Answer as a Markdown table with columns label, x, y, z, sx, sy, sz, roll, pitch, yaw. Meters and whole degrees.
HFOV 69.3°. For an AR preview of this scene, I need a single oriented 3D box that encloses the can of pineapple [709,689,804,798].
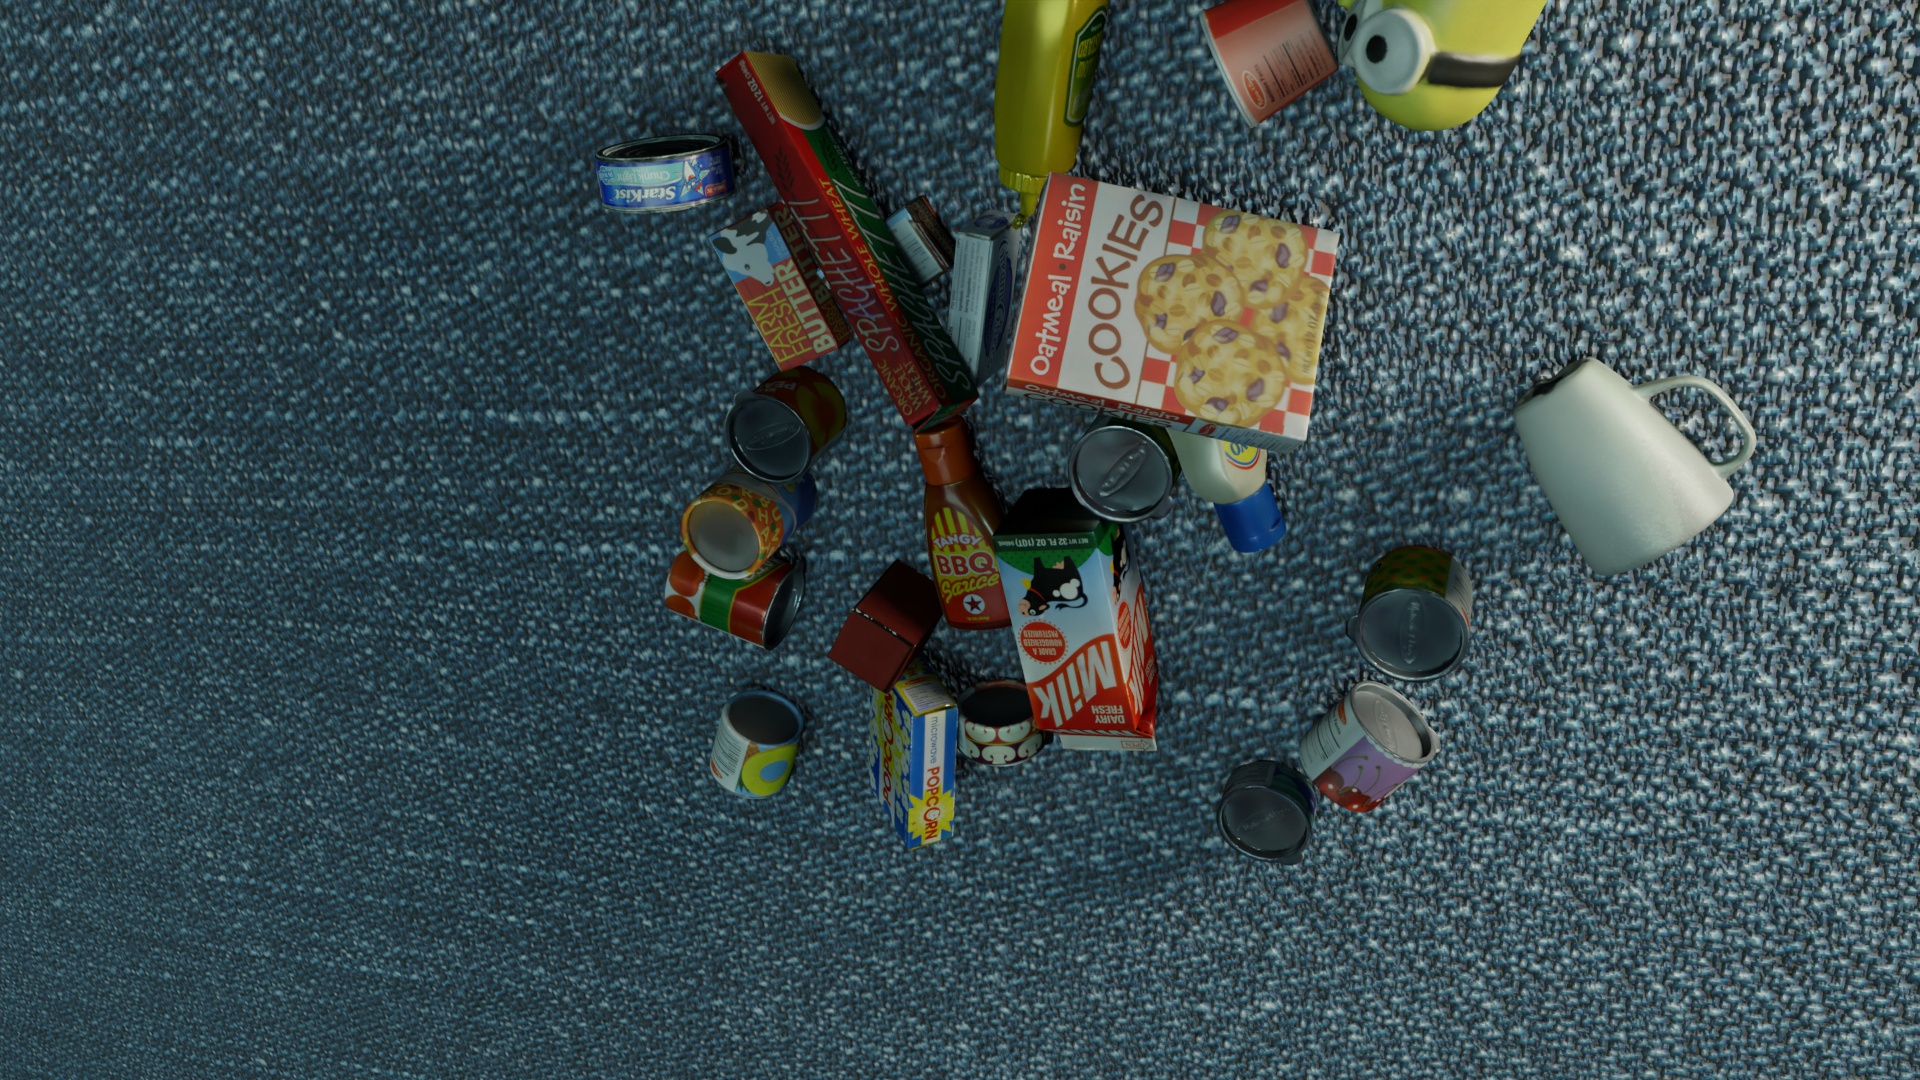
| label | x | y | z | sx | sy | sz | roll | pitch | yaw |
| --- | --- | --- | --- | --- | --- | --- | --- | --- | --- |
| can of pineapple | -0.159 | 0.160 | 1.097 | 0.071 | 0.071 | 0.057 | 25 | 124 | 8 |

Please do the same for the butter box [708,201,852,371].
| label | x | y | z | sx | sy | sz | roll | pitch | yaw |
| --- | --- | --- | --- | --- | --- | --- | --- | --- | --- |
| butter box | -0.120 | -0.168 | 0.926 | 0.053 | 0.024 | 0.103 | -18 | 108 | 30 |

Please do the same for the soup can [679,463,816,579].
| label | x | y | z | sx | sy | sz | roll | pitch | yaw |
| --- | --- | --- | --- | --- | --- | --- | --- | --- | --- |
| soup can | -0.149 | -0.022 | 0.982 | 0.071 | 0.084 | 0.071 | 10 | 120 | 18 |

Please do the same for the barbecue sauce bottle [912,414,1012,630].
| label | x | y | z | sx | sy | sz | roll | pitch | yaw |
| --- | --- | --- | --- | --- | --- | --- | --- | --- | --- |
| barbecue sauce bottle | 0.003 | -0.012 | 0.949 | 0.065 | 0.044 | 0.148 | -4 | 114 | 25 |

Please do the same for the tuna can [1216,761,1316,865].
| label | x | y | z | sx | sy | sz | roll | pitch | yaw |
| --- | --- | --- | --- | --- | --- | --- | --- | --- | --- |
| tuna can | 0.217 | 0.192 | 0.977 | 0.071 | 0.033 | 0.070 | 10 | 120 | 18 |

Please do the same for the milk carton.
| label | x | y | z | sx | sy | sz | roll | pitch | yaw |
| --- | --- | --- | --- | --- | --- | --- | --- | --- | --- |
| milk carton | 0.084 | 0.063 | 0.938 | 0.072 | 0.074 | 0.189 | -2 | 116 | 24 |

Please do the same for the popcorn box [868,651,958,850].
| label | x | y | z | sx | sy | sz | roll | pitch | yaw |
| --- | --- | --- | --- | --- | --- | --- | --- | --- | --- |
| popcorn box | -0.037 | 0.151 | 1.028 | 0.038 | 0.085 | 0.126 | -11 | 122 | -22 |

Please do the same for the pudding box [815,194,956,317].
| label | x | y | z | sx | sy | sz | roll | pitch | yaw |
| --- | --- | --- | --- | --- | --- | --- | --- | --- | --- |
| pudding box | -0.046 | -0.177 | 0.888 | 0.083 | 0.030 | 0.049 | -29 | 104 | 32 |

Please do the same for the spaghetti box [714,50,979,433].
| label | x | y | z | sx | sy | sz | roll | pitch | yaw |
| --- | --- | --- | --- | --- | --- | --- | --- | --- | --- |
| spaghetti box | -0.067 | -0.183 | 0.844 | 0.028 | 0.050 | 0.250 | -31 | 87 | 33 |

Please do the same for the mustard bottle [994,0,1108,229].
| label | x | y | z | sx | sy | sz | roll | pitch | yaw |
| --- | --- | --- | --- | --- | --- | --- | --- | --- | --- |
| mustard bottle | 0.048 | -0.251 | 0.792 | 0.049 | 0.066 | 0.159 | 21 | 130 | 17 |

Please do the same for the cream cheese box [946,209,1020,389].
| label | x | y | z | sx | sy | sz | roll | pitch | yaw |
| --- | --- | --- | --- | --- | --- | --- | --- | --- | --- |
| cream cheese box | 0.013 | -0.148 | 0.864 | 0.024 | 0.053 | 0.103 | 16 | 122 | 16 |

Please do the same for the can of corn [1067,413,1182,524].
| label | x | y | z | sx | sy | sz | roll | pitch | yaw |
| --- | --- | --- | --- | --- | --- | --- | --- | --- | --- |
| can of corn | 0.109 | -0.051 | 0.874 | 0.071 | 0.058 | 0.070 | 10 | 120 | 18 |

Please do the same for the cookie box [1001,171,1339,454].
| label | x | y | z | sx | sy | sz | roll | pitch | yaw |
| --- | --- | --- | --- | --- | --- | --- | --- | --- | --- |
| cookie box | 0.116 | -0.127 | 0.778 | 0.167 | 0.040 | 0.123 | 12 | 80 | -1 |

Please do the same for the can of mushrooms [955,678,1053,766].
| label | x | y | z | sx | sy | sz | roll | pitch | yaw |
| --- | --- | --- | --- | --- | --- | --- | --- | --- | --- |
| can of mushrooms | 0.031 | 0.130 | 1.001 | 0.071 | 0.071 | 0.033 | 5 | 118 | 20 |

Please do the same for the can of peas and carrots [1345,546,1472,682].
| label | x | y | z | sx | sy | sz | roll | pitch | yaw |
| --- | --- | --- | --- | --- | --- | --- | --- | --- | --- |
| can of peas and carrots | 0.277 | 0.044 | 0.856 | 0.071 | 0.059 | 0.070 | 10 | 120 | 18 |

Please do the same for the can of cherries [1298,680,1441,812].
| label | x | y | z | sx | sy | sz | roll | pitch | yaw |
| --- | --- | --- | --- | --- | --- | --- | --- | --- | --- |
| can of cherries | 0.266 | 0.136 | 0.906 | 0.071 | 0.072 | 0.058 | 35 | 125 | 1 |

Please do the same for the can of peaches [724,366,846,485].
| label | x | y | z | sx | sy | sz | roll | pitch | yaw |
| --- | --- | --- | --- | --- | --- | --- | --- | --- | --- |
| can of peaches | -0.120 | -0.082 | 0.953 | 0.071 | 0.058 | 0.071 | 10 | 120 | 18 |

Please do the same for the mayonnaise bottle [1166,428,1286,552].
| label | x | y | z | sx | sy | sz | roll | pitch | yaw |
| --- | --- | --- | --- | --- | --- | --- | --- | --- | --- |
| mayonnaise bottle | 0.157 | -0.063 | 0.847 | 0.041 | 0.065 | 0.147 | -5 | 120 | 45 |

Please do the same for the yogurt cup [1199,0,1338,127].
| label | x | y | z | sx | sy | sz | roll | pitch | yaw |
| --- | --- | --- | --- | --- | --- | --- | --- | --- | --- |
| yogurt cup | 0.165 | -0.261 | 0.735 | 0.054 | 0.073 | 0.072 | -23 | 106 | 23 |

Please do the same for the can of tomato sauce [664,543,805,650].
| label | x | y | z | sx | sy | sz | roll | pitch | yaw |
| --- | --- | --- | --- | --- | --- | --- | --- | --- | --- |
| can of tomato sauce | -0.167 | 0.035 | 1.031 | 0.083 | 0.071 | 0.070 | 20 | 123 | 12 |
